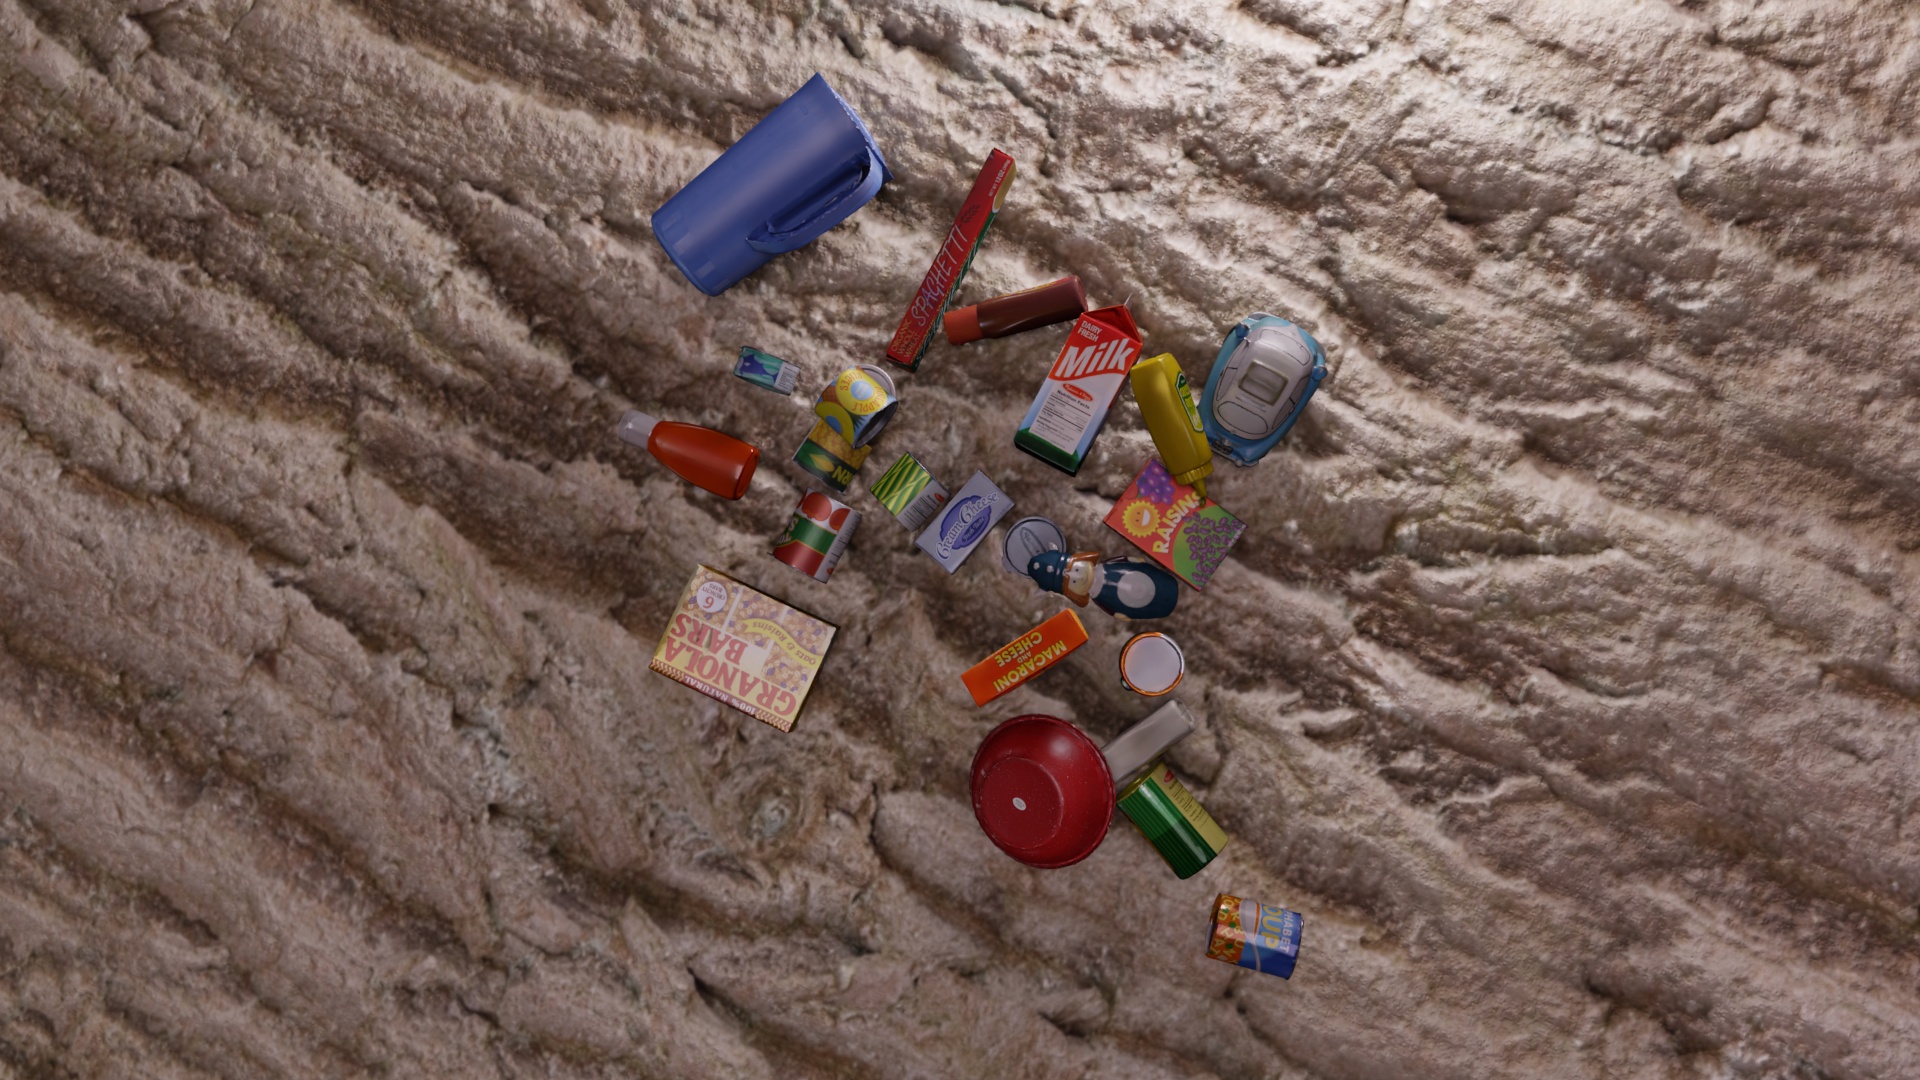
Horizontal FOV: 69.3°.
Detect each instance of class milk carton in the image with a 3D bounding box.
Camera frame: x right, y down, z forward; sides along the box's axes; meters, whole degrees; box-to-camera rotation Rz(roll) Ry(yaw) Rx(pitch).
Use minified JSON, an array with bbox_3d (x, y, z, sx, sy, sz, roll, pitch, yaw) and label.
[{"bbox_3d":[0.132,-0.167,1.442,0.073,0.072,0.190,28,90,6],"label":"milk carton"}]

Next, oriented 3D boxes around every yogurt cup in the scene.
[{"bbox_3d":[-0.099,-0.149,1.470,0.072,0.054,0.072,0,86,5],"label":"yogurt cup"}]

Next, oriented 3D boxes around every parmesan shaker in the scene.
[{"bbox_3d":[0.212,0.284,1.405,0.071,0.071,0.103,-41,84,2],"label":"parmesan shaker"}]

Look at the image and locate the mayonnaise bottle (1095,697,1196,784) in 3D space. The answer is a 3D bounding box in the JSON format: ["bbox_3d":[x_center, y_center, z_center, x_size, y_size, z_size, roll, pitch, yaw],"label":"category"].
[{"bbox_3d":[0.171,0.218,1.418,0.148,0.065,0.041,-38,81,12],"label":"mayonnaise bottle"}]

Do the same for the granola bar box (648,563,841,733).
[{"bbox_3d":[-0.227,0.114,1.472,0.166,0.039,0.124,24,88,6],"label":"granola bar box"}]

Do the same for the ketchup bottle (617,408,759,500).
[{"bbox_3d":[-0.294,-0.098,1.490,0.149,0.043,0.064,23,88,6],"label":"ketchup bottle"}]

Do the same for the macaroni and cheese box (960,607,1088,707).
[{"bbox_3d":[0.068,0.114,1.381,0.124,0.166,0.040,-32,85,3],"label":"macaroni and cheese box"}]

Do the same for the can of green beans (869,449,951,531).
[{"bbox_3d":[-0.053,-0.051,1.454,0.058,0.071,0.071,-45,84,2],"label":"can of green beans"}]

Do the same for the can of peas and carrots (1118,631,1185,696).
[{"bbox_3d":[0.194,0.128,1.423,0.071,0.058,0.071,0,86,5],"label":"can of peas and carrots"}]

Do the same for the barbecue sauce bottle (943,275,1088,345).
[{"bbox_3d":[0.057,-0.239,1.460,0.148,0.065,0.043,-13,91,13],"label":"barbecue sauce bottle"}]

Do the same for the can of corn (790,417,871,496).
[{"bbox_3d":[-0.134,-0.089,1.463,0.071,0.071,0.058,34,90,6],"label":"can of corn"}]

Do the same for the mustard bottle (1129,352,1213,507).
[{"bbox_3d":[0.220,-0.108,1.402,0.048,0.065,0.160,-20,98,26],"label":"mustard bottle"}]

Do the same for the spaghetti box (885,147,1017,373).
[{"bbox_3d":[-0.009,-0.295,1.474,0.029,0.050,0.250,27,89,7],"label":"spaghetti box"}]

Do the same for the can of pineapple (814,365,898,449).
[{"bbox_3d":[-0.105,-0.136,1.407,0.058,0.071,0.071,42,91,6],"label":"can of pineapple"}]

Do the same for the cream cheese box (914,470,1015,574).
[{"bbox_3d":[0.005,-0.018,1.467,0.053,0.024,0.104,42,91,7],"label":"cream cheese box"}]

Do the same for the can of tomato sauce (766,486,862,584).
[{"bbox_3d":[-0.152,-0.007,1.459,0.071,0.071,0.083,28,89,6],"label":"can of tomato sauce"}]

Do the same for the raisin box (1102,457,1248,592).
[{"bbox_3d":[0.222,-0.016,1.440,0.123,0.040,0.086,37,91,7],"label":"raisin box"}]

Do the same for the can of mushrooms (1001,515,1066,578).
[{"bbox_3d":[0.076,0.009,1.454,0.071,0.033,0.071,0,87,5],"label":"can of mushrooms"}]

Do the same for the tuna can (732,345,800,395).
[{"bbox_3d":[-0.208,-0.181,1.477,0.071,0.071,0.033,20,89,6],"label":"tuna can"}]

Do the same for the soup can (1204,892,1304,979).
[{"bbox_3d":[0.294,0.394,1.391,0.084,0.071,0.071,14,88,6],"label":"soup can"}]
